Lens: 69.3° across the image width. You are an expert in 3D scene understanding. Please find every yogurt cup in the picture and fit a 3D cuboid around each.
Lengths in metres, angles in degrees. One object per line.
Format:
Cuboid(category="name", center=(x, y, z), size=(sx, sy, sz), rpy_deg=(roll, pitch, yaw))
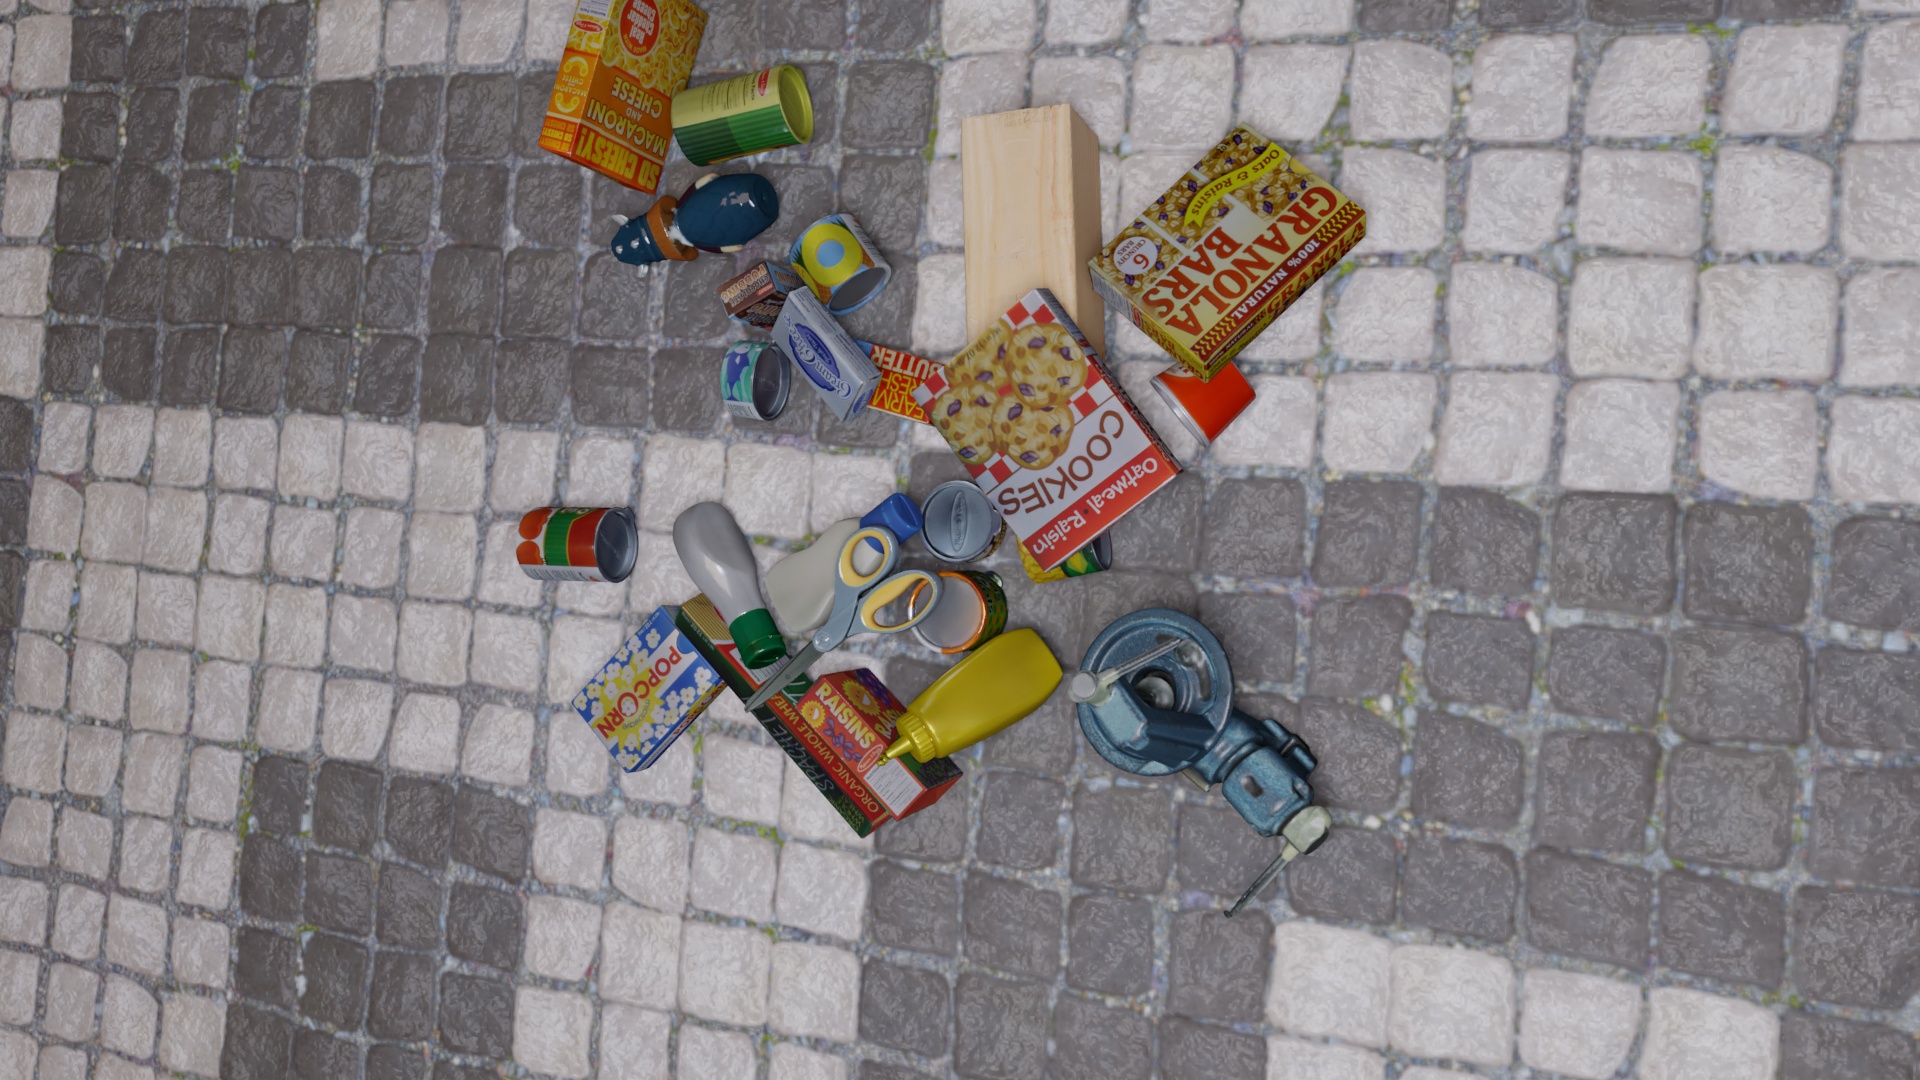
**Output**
Cuboid(category="yogurt cup", center=(0.185, -0.112, 1.045), size=(0.054, 0.072, 0.072), rpy_deg=(-39, 76, 6))

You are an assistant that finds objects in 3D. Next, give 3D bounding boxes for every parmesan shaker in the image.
Cuboid(category="parmesan shaker", center=(-0.185, -0.363, 1.184), size=(0.103, 0.071, 0.071), rpy_deg=(-7, 86, 20))

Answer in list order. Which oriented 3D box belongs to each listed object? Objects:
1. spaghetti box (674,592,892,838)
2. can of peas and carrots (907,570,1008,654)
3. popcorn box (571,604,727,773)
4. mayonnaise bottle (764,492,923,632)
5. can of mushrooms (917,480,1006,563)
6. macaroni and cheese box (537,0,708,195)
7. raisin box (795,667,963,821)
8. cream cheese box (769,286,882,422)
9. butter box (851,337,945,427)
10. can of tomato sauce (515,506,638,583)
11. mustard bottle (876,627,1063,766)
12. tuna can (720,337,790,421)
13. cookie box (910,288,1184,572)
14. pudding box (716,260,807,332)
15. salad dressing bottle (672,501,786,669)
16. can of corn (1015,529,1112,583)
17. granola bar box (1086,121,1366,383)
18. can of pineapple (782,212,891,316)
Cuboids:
Cuboid(category="spaghetti box", center=(-0.140, 0.139, 1.151), size=(0.250, 0.050, 0.028), rpy_deg=(46, 136, 15))
Cuboid(category="can of peas and carrots", center=(0.000, 0.055, 1.104), size=(0.071, 0.059, 0.071), rpy_deg=(-1, 88, 19))
Cuboid(category="popcorn box", center=(-0.266, 0.129, 1.204), size=(0.126, 0.038, 0.085), rpy_deg=(-46, 74, 12))
Cuboid(category="mayonnaise bottle", center=(-0.093, 0.015, 1.131), size=(0.147, 0.041, 0.065), rpy_deg=(-36, 73, 28))
Cuboid(category="can of mushrooms", center=(0.004, -0.014, 1.119), size=(0.071, 0.033, 0.071), rpy_deg=(-1, 87, 19))
Cuboid(category="macaroni and cheese box", center=(-0.287, -0.395, 1.188), size=(0.040, 0.124, 0.166), rpy_deg=(19, 94, 22))
Cuboid(category="raisin box", center=(-0.064, 0.159, 1.107), size=(0.123, 0.086, 0.040), rpy_deg=(46, 104, 15))
Cuboid(category="cream cheese box", center=(-0.110, -0.151, 1.129), size=(0.104, 0.024, 0.053), rpy_deg=(50, 141, 13))
Cuboid(category="butter box", center=(-0.060, -0.132, 1.151), size=(0.103, 0.024, 0.053), rpy_deg=(18, 94, 19))
Cuboid(category="can of tomato sauce", center=(-0.336, 0.001, 1.219), size=(0.083, 0.071, 0.071), rpy_deg=(1, 88, 20))
Cuboid(category="mustard bottle", center=(0.001, 0.128, 1.067), size=(0.161, 0.048, 0.065), rpy_deg=(-30, 75, -19))
Cuboid(category="tuna can", center=(-0.172, -0.137, 1.168), size=(0.033, 0.071, 0.071), rpy_deg=(8, 91, 20))
Cuboid(category="cookie box", center=(0.063, -0.079, 1.010), size=(0.122, 0.040, 0.167), rpy_deg=(-38, 86, 21))
Cuboid(category="pudding box", center=(-0.160, -0.202, 1.157), size=(0.049, 0.084, 0.030), rpy_deg=(-26, 80, 17))
Cuboid(category="salad dressing bottle", center=(-0.191, 0.037, 1.160), size=(0.044, 0.064, 0.148), rpy_deg=(-43, 63, 27))
Cuboid(category="can of corn", center=(0.079, -0.004, 1.073), size=(0.058, 0.071, 0.071), rpy_deg=(-12, 84, 19))
Cuboid(category="granola bar box", center=(0.196, -0.214, 1.025), size=(0.166, 0.039, 0.124), rpy_deg=(-43, 67, -5))
Cuboid(category="can of pineapple", center=(-0.101, -0.226, 1.146), size=(0.071, 0.071, 0.058), rpy_deg=(-39, 77, 14))
